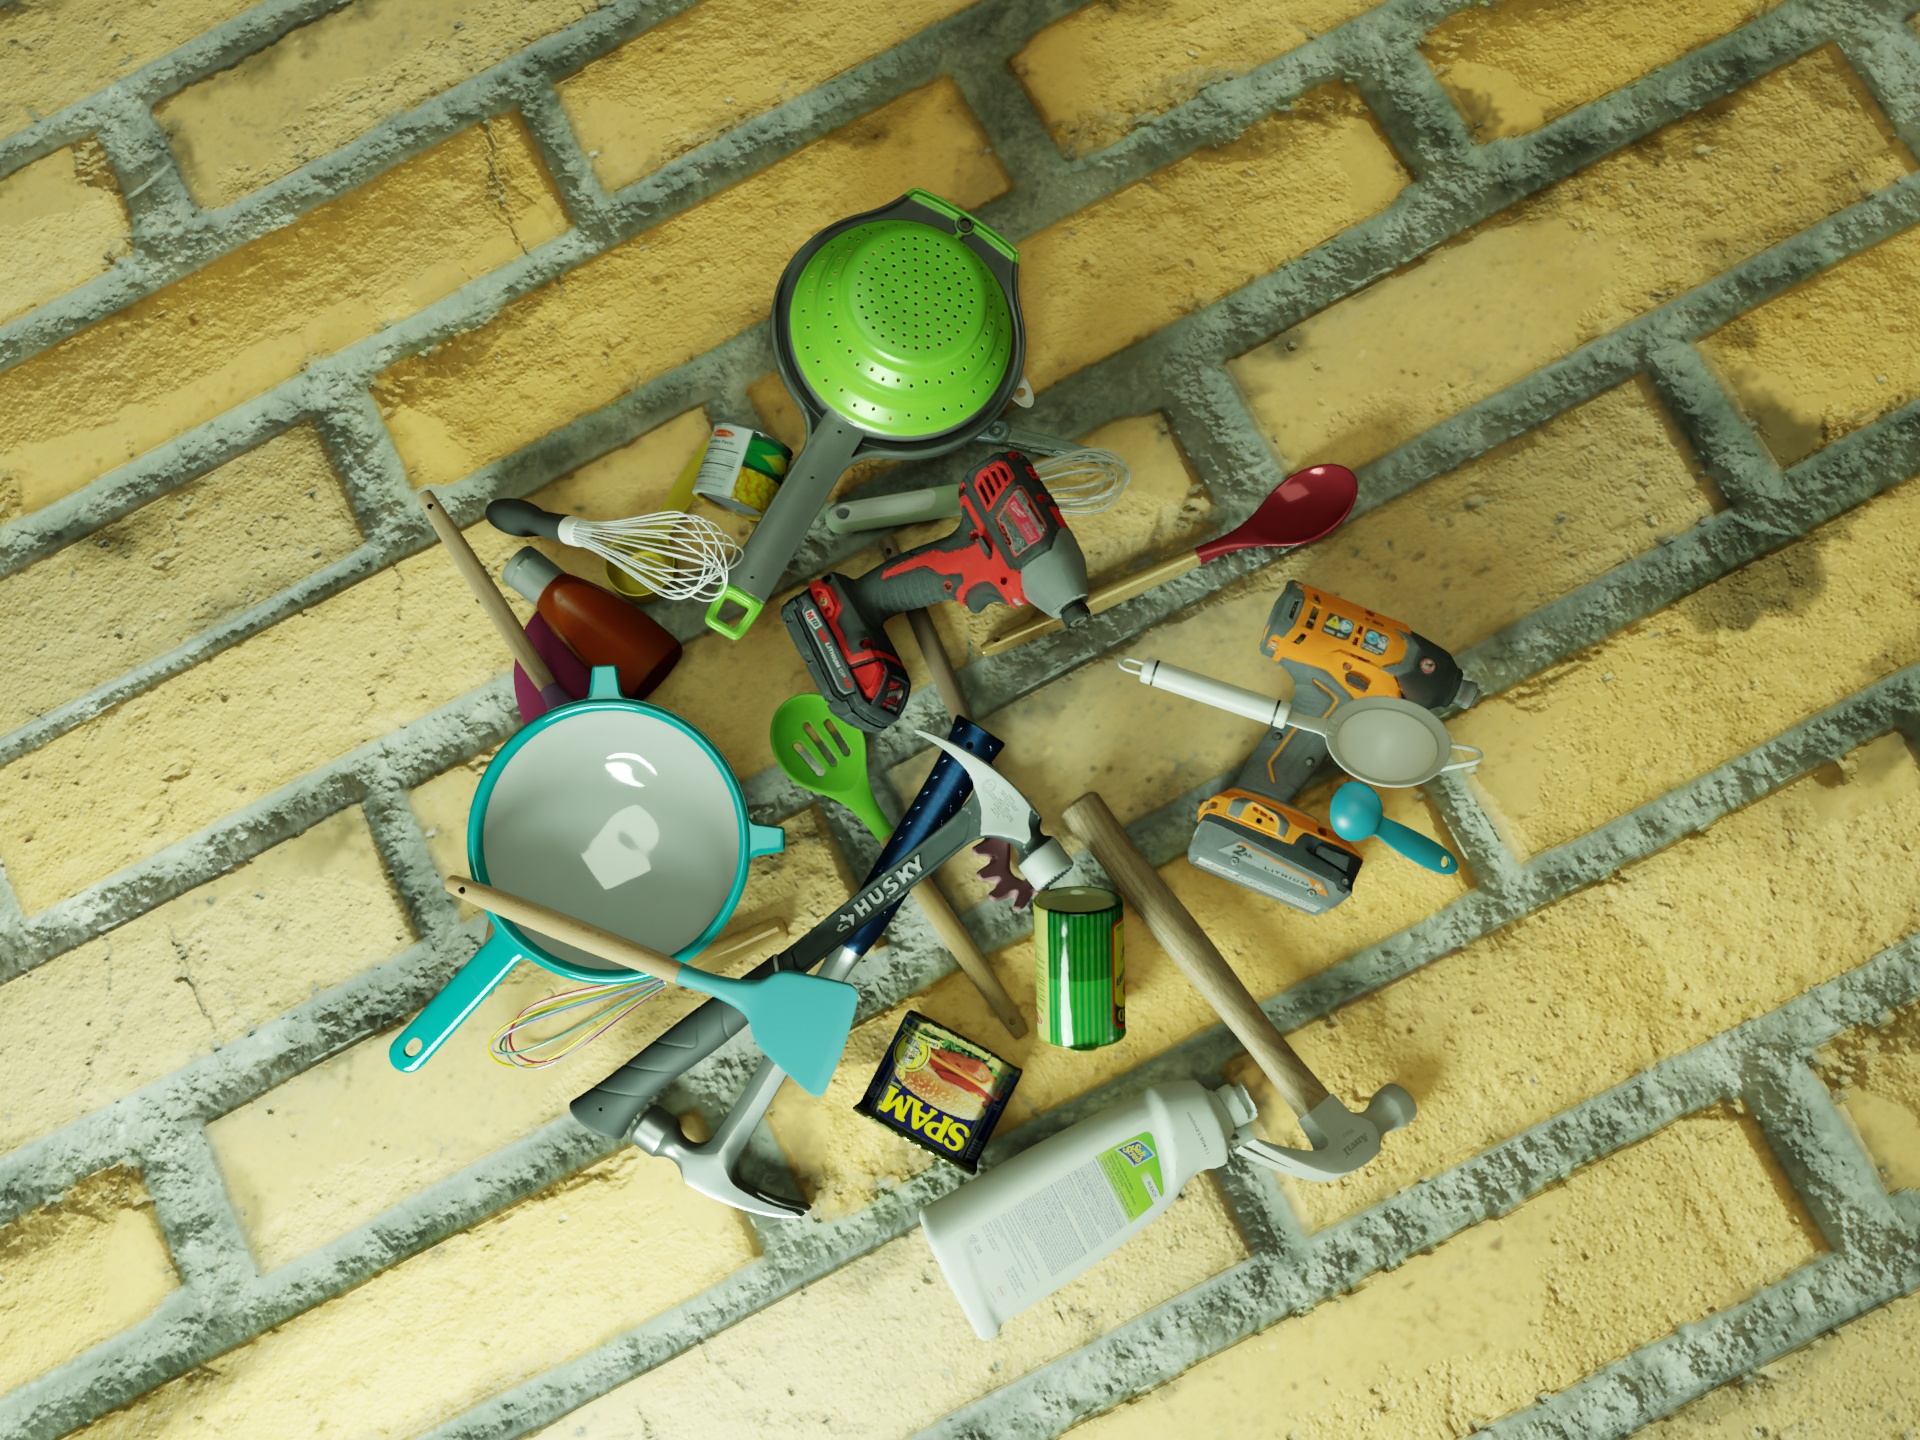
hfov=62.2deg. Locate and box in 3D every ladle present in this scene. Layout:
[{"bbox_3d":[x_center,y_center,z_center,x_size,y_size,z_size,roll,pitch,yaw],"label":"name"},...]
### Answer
[{"bbox_3d":[0.161,-0.117,1.236,0.315,0.031,0.069,-24,48,4],"label":"ladle"}]

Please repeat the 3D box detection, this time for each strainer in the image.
[{"bbox_3d":[0.235,-0.001,1.126,0.258,0.050,0.087,19,50,11],"label":"strainer"},{"bbox_3d":[-0.300,0.134,1.211,0.211,0.095,0.340,44,93,1],"label":"strainer"}]

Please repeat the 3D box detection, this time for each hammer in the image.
[{"bbox_3d":[-0.084,0.182,1.191,0.144,0.035,0.405,32,91,10],"label":"hammer"},{"bbox_3d":[-0.121,0.170,1.162,0.409,0.036,0.149,-38,80,4],"label":"hammer"},{"bbox_3d":[0.183,0.189,1.165,0.130,0.031,0.331,-28,71,-31],"label":"hammer"}]

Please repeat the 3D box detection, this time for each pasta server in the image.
[{"bbox_3d":[-0.002,-0.004,1.230,0.060,0.040,0.316,-26,77,16],"label":"pasta server"}]

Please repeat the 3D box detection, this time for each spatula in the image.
[{"bbox_3d":[-0.226,0.171,1.133,0.317,0.044,0.082,20,93,6],"label":"spatula"},{"bbox_3d":[-0.343,-0.047,1.260,0.060,0.018,0.316,-32,89,-3],"label":"spatula"}]

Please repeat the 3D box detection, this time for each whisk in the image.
[{"bbox_3d":[-0.276,-0.141,1.228,0.285,0.070,0.070,16,82,36],"label":"whisk"},{"bbox_3d":[0.012,-0.177,1.254,0.246,0.059,0.058,-8,68,9],"label":"whisk"},{"bbox_3d":[-0.246,0.209,1.223,0.245,0.051,0.047,-23,100,-3],"label":"whisk"}]

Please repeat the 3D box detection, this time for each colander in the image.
[{"bbox_3d":[-0.080,-0.240,1.203,0.204,0.094,0.397,30,79,-5],"label":"colander"}]

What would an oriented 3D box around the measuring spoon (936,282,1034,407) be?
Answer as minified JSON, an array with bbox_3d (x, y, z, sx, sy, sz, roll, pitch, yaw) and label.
[{"bbox_3d":[0.022,-0.303,1.292,0.034,0.018,0.124,-34,86,-1],"label":"measuring spoon"}]

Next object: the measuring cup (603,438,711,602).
[{"bbox_3d":[-0.233,-0.163,1.292,0.062,0.029,0.156,26,72,9],"label":"measuring cup"}]

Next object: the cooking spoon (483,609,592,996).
[{"bbox_3d":[-0.345,0.060,1.264,0.069,0.017,0.319,8,81,7],"label":"cooking spoon"}]

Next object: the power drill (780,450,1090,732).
[{"bbox_3d":[-0.011,-0.089,1.197,0.219,0.078,0.143,-33,72,11],"label":"power drill"}]

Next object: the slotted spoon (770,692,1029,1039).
[{"bbox_3d":[-0.043,0.112,1.221,0.070,0.031,0.314,-35,81,-1],"label":"slotted spoon"}]

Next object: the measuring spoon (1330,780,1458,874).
[{"bbox_3d":[0.315,0.082,1.127,0.128,0.021,0.042,27,79,-25],"label":"measuring spoon"}]

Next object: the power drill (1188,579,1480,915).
[{"bbox_3d":[0.277,0.025,1.177,0.164,0.084,0.226,22,80,7],"label":"power drill"}]
